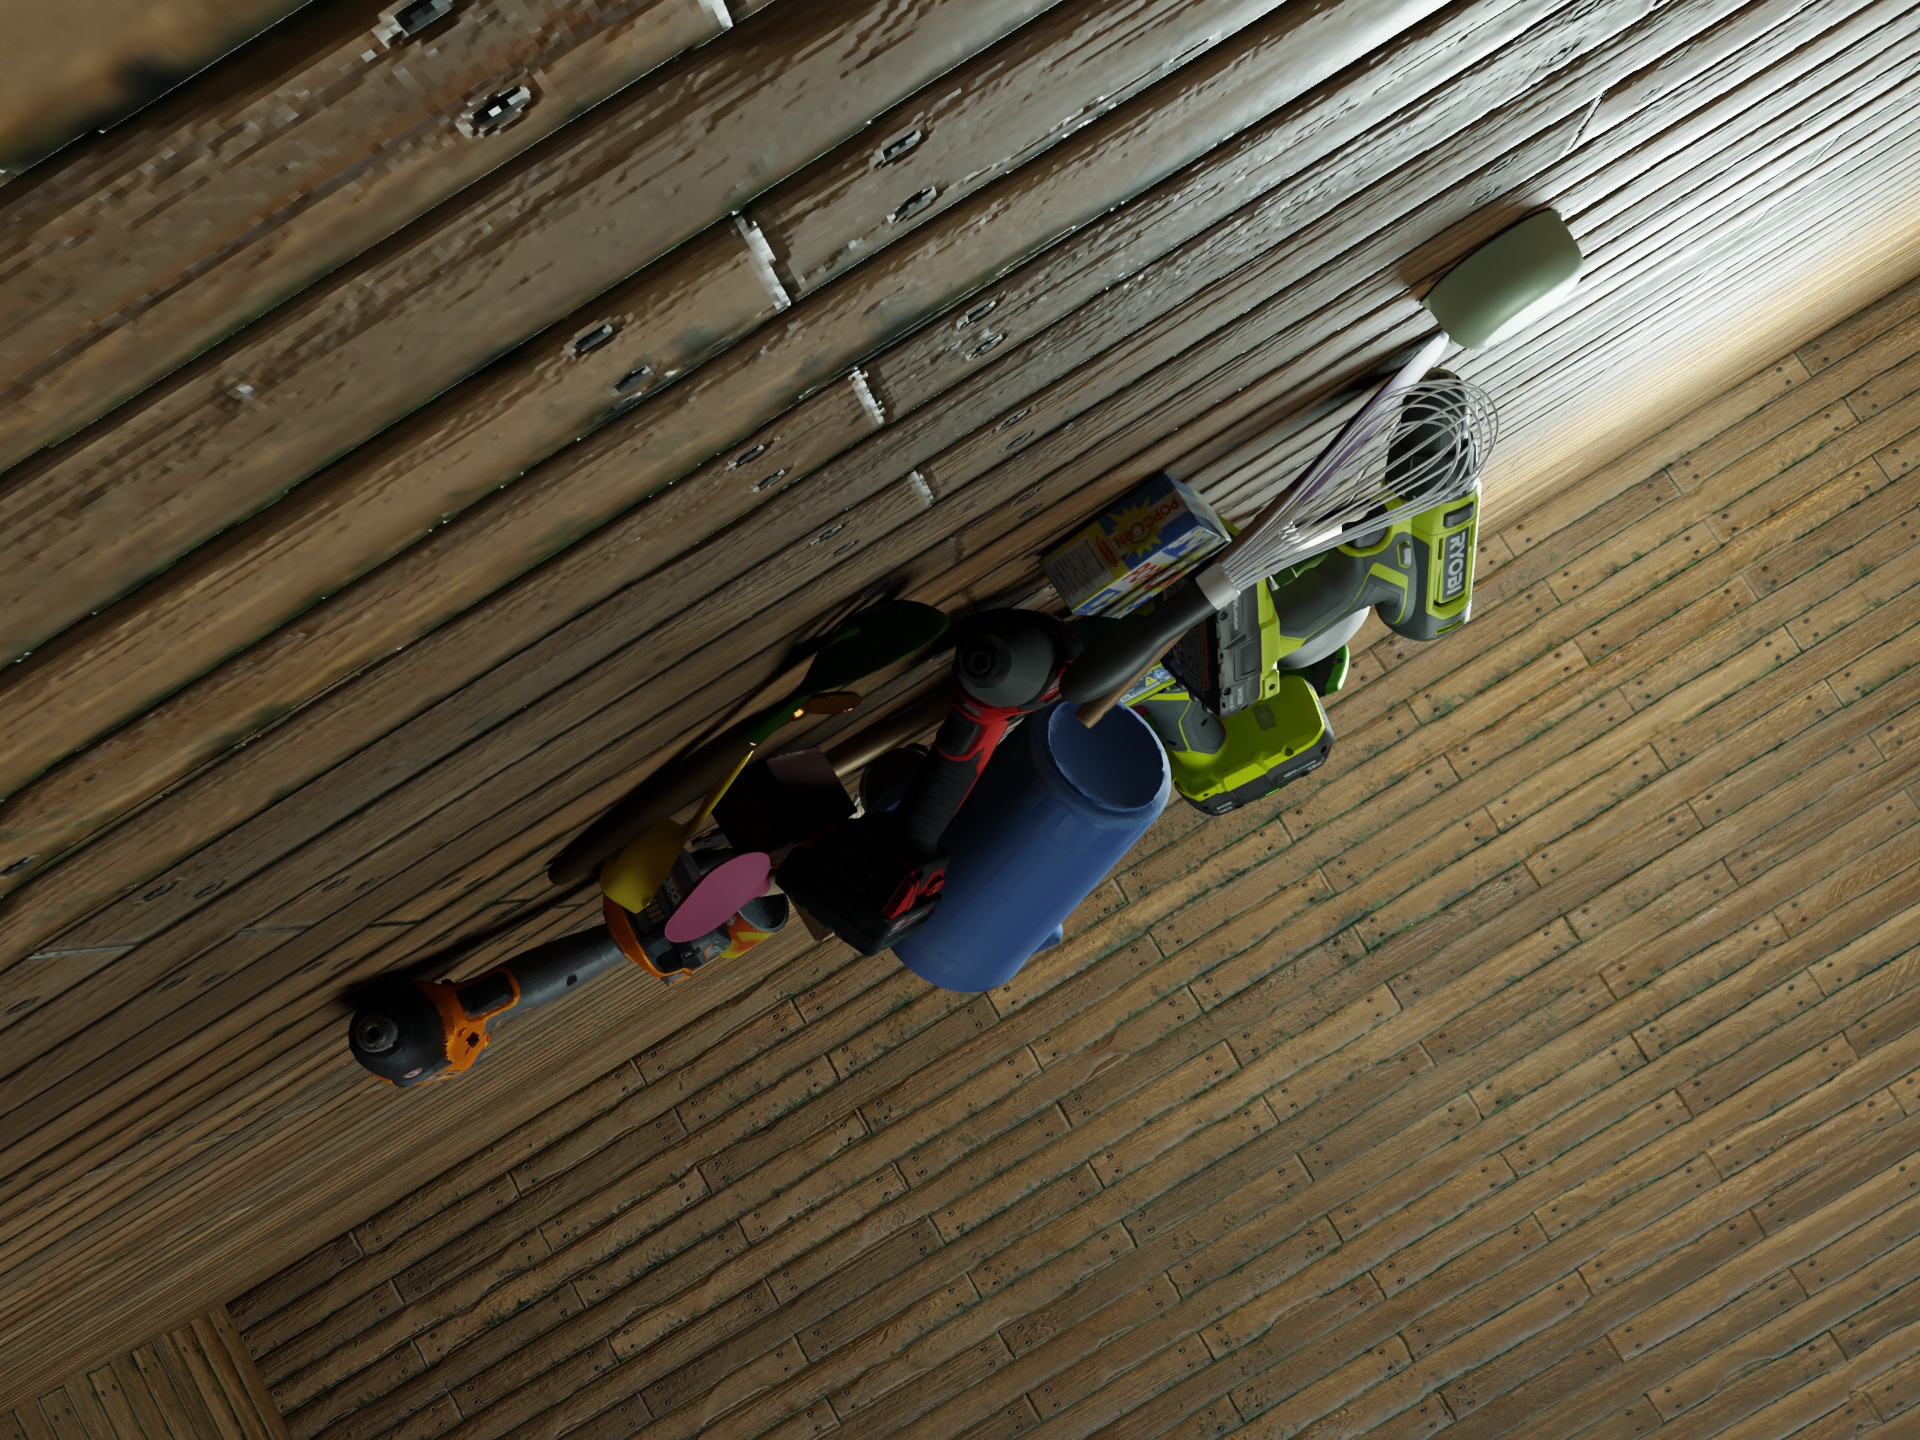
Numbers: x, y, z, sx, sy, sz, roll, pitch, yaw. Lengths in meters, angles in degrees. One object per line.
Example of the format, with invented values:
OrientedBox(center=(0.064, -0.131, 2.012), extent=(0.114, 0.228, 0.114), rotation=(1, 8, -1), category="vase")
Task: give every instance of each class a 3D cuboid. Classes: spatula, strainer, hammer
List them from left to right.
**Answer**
OrientedBox(center=(-0.002, -0.004, 1.098), extent=(0.317, 0.044, 0.082), rotation=(-28, -150, -3), category="spatula")
OrientedBox(center=(0.253, -0.058, 1.333), extent=(0.151, 0.069, 0.256), rotation=(-21, 165, -40), category="strainer")
OrientedBox(center=(0.179, -0.114, 0.938), extent=(0.316, 0.018, 0.059), rotation=(-47, 167, 1), category="spatula")
OrientedBox(center=(0.292, -0.150, 1.358), extent=(0.146, 0.038, 0.410), rotation=(-35, 172, 36), category="hammer")

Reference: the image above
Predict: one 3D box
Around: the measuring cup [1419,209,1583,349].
OrientedBox(center=(0.289, -0.218, 0.857), extent=(0.083, 0.038, 0.167), rotation=(-32, 171, 7), category="measuring cup")

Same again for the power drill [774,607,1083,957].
OrientedBox(center=(-0.012, 0.029, 0.959), extent=(0.219, 0.078, 0.143), rotation=(-56, 168, 12), category="power drill")

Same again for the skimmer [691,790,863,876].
OrientedBox(center=(-0.109, 0.109, 1.249), extent=(0.363, 0.090, 0.127), rotation=(-16, 131, -55), category="skimmer")

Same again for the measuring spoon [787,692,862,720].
OrientedBox(center=(-0.077, -0.006, 0.908), extent=(0.021, 0.011, 0.117), rotation=(-33, 173, 13), category="measuring spoon")

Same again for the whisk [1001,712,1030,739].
OrientedBox(center=(0.100, -0.025, 1.384), extent=(0.246, 0.059, 0.057), rotation=(-36, 145, 2), category="whisk")

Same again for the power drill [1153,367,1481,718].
OrientedBox(center=(0.242, -0.113, 1.038), extent=(0.228, 0.080, 0.190), rotation=(-24, 131, -16), category="power drill")

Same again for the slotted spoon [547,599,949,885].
OrientedBox(center=(-0.124, 0.018, 0.819), extent=(0.313, 0.031, 0.070), rotation=(-34, -170, 34), category="slotted spoon")

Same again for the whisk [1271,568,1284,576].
OrientedBox(center=(0.209, -0.097, 1.352), extent=(0.245, 0.051, 0.047), rotation=(-19, 172, -45), category="whisk")

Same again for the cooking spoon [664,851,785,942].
OrientedBox(center=(-0.121, 0.103, 1.009), extent=(0.069, 0.017, 0.319), rotation=(-49, 170, 4), category="cooking spoon")

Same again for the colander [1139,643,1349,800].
OrientedBox(center=(0.179, 0.034, 1.482), extent=(0.397, 0.094, 0.204), rotation=(-15, -160, 24), category="colander")

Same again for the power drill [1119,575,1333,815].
OrientedBox(center=(0.195, -0.023, 1.228), extent=(0.171, 0.080, 0.223), rotation=(-28, 141, 18), category="power drill")

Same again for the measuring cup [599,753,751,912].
OrientedBox(center=(-0.155, 0.046, 0.879), extent=(0.156, 0.029, 0.062), rotation=(-50, -161, 31), category="measuring cup")

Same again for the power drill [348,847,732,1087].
OrientedBox(center=(-0.263, 0.156, 0.986), extent=(0.226, 0.084, 0.164), rotation=(-26, 172, -7), category="power drill")

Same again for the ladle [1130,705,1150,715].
OrientedBox(center=(0.151, -0.029, 1.435), extent=(0.069, 0.031, 0.315), rotation=(-38, -175, -4), category="ladle")

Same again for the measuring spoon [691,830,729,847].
OrientedBox(center=(-0.150, 0.074, 1.160), extent=(0.124, 0.018, 0.034), rotation=(-11, 158, -50), category="measuring spoon")

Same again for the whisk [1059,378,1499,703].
OrientedBox(center=(0.170, -0.095, 0.887), extent=(0.284, 0.070, 0.070), rotation=(-35, 172, 16), category="whisk")
